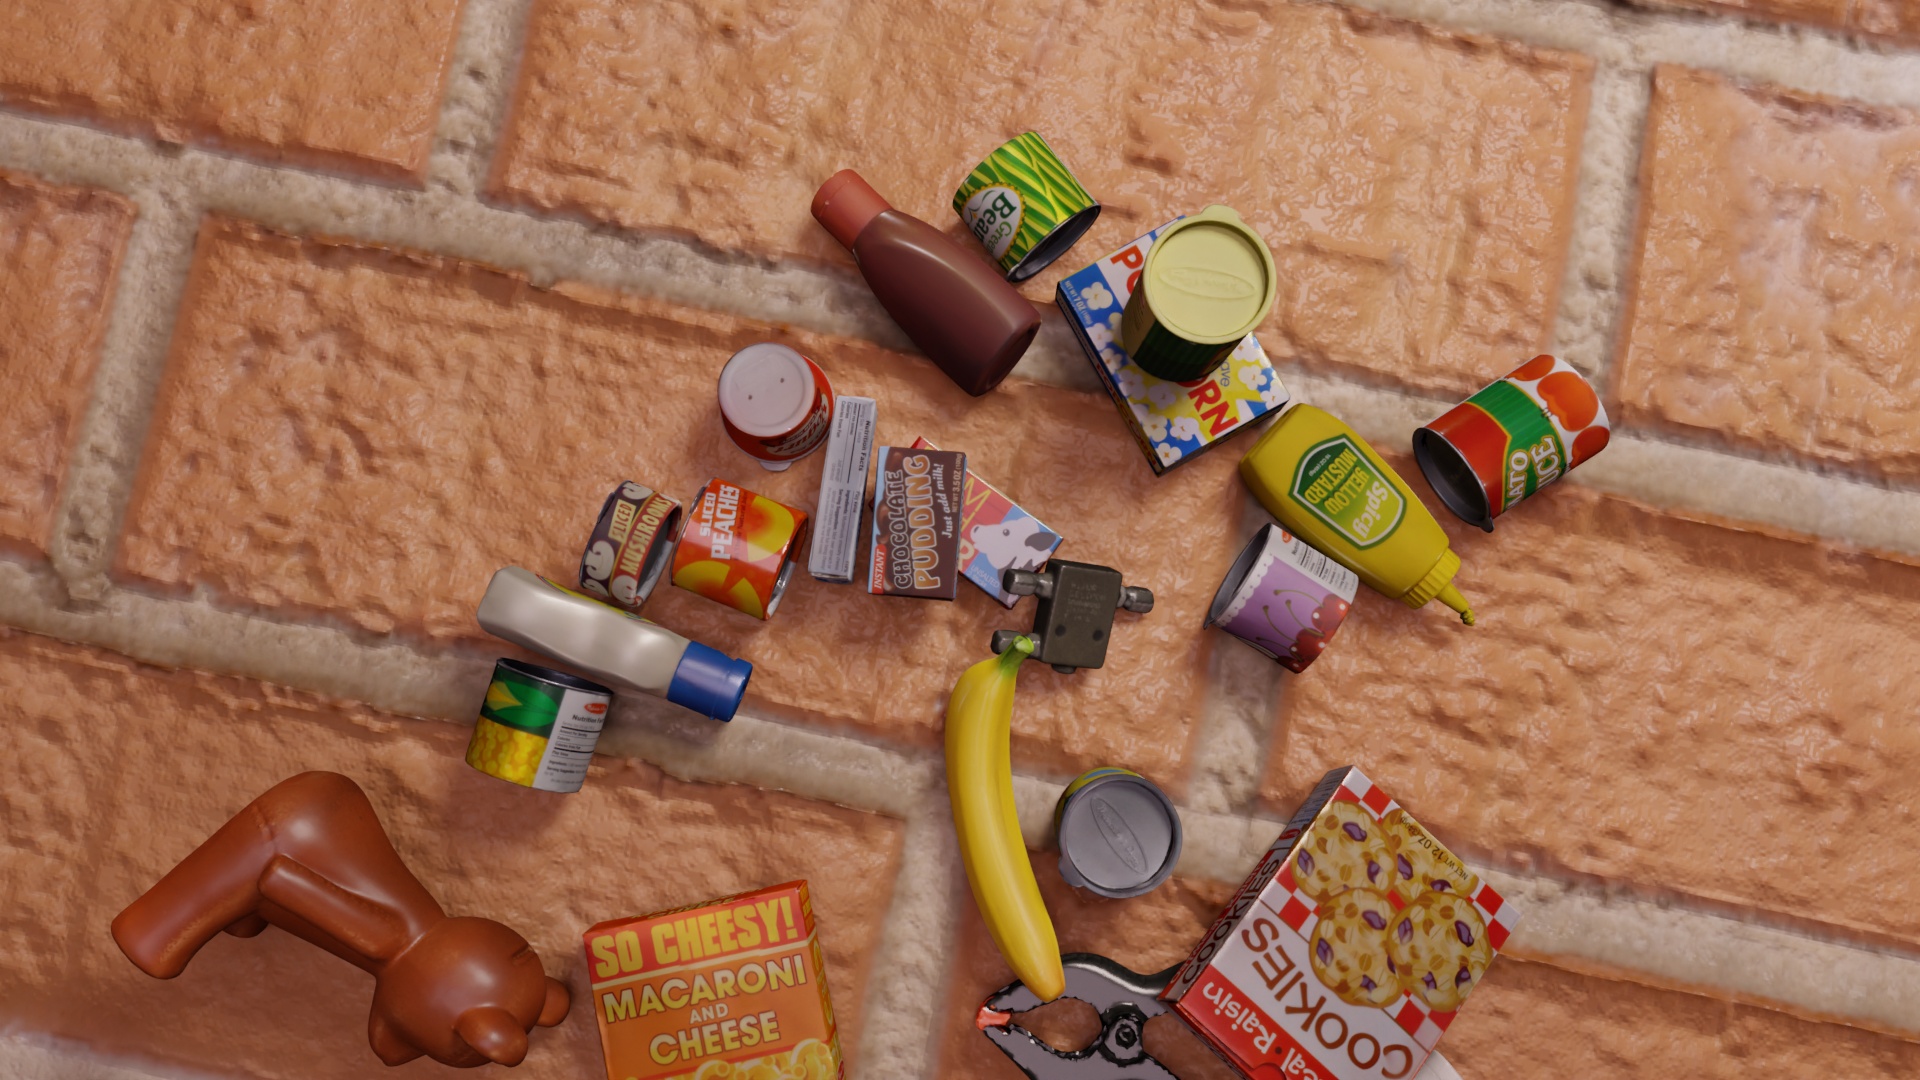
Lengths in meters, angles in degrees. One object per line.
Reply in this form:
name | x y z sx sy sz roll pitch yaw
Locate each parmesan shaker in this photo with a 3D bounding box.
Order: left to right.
parmesan shaker | 0.124 -0.128 0.736 0.071 0.103 0.071 0 85 1

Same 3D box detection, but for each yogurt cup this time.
yogurt cup | -0.108 -0.081 0.796 0.072 0.054 0.072 0 84 0

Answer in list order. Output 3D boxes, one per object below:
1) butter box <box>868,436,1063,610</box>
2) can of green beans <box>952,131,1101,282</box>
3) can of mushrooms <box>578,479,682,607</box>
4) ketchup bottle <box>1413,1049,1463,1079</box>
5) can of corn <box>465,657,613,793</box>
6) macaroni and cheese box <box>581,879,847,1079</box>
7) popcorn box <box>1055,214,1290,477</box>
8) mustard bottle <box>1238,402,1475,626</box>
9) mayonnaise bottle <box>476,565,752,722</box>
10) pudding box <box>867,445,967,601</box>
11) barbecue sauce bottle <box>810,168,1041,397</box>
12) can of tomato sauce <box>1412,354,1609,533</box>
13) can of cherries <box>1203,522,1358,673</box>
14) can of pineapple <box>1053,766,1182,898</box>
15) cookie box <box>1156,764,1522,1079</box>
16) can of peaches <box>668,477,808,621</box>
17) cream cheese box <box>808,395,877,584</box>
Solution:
butter box | 0.003 -0.010 0.803 0.103 0.024 0.053 36 85 3
can of green beans | 0.038 -0.192 0.800 0.071 0.071 0.058 -39 85 -3
can of mushrooms | -0.184 0.001 0.779 0.033 0.071 0.071 23 85 0
ketchup bottle | 0.214 0.340 0.760 0.149 0.043 0.065 -38 80 -4
can of corn | -0.236 0.102 0.773 0.071 0.071 0.058 17 85 2
macaroni and cheese box | -0.130 0.283 0.767 0.124 0.040 0.166 -12 85 -1
popcorn box | 0.122 -0.113 0.806 0.085 0.038 0.127 -29 85 -3
mustard bottle | 0.235 -0.008 0.791 0.160 0.049 0.065 42 88 4
mayonnaise bottle | -0.192 0.059 0.780 0.148 0.064 0.041 22 82 -2
pudding box | -0.024 -0.010 0.774 0.050 0.030 0.083 5 86 2
barbecue sauce bottle | -0.024 -0.153 0.802 0.148 0.064 0.044 45 42 10
can of tomato sauce | 0.312 -0.055 0.786 0.083 0.071 0.071 -32 85 -3
can of cherries | 0.179 0.035 0.780 0.058 0.071 0.071 31 86 2
can of pineapple | 0.084 0.161 0.770 0.071 0.058 0.071 0 84 0
cookie box | 0.206 0.226 0.752 0.123 0.040 0.168 42 71 4
can of peaches | -0.123 0.004 0.779 0.058 0.071 0.071 22 85 1
cream cheese box | -0.066 -0.028 0.791 0.024 0.053 0.104 8 85 -1
